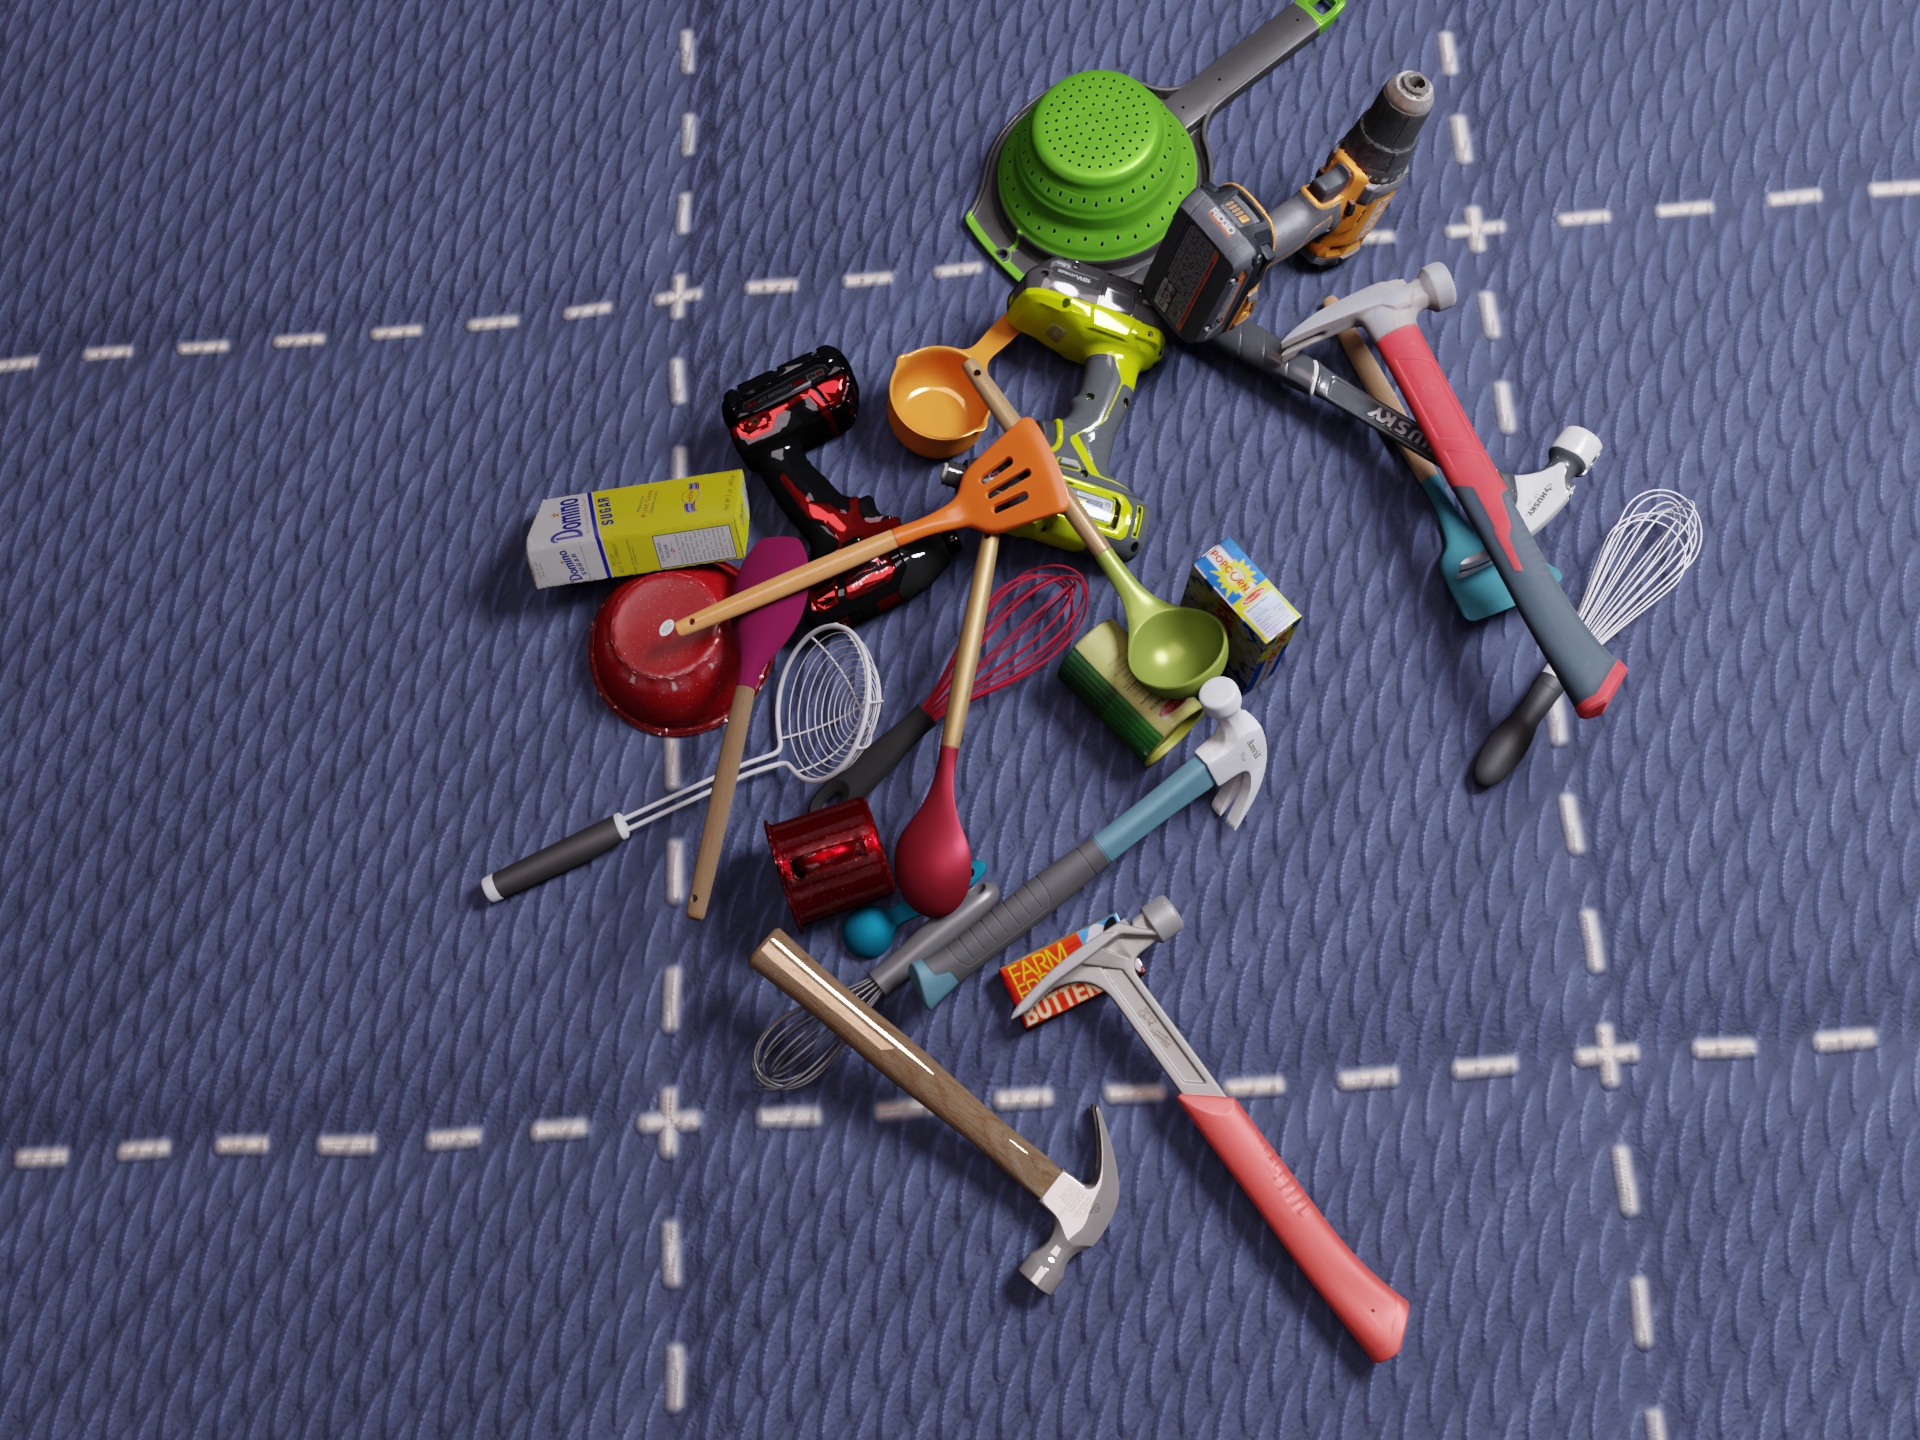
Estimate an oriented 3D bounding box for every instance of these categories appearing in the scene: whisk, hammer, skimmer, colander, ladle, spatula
[{"bbox_3d":[-0.064,0.203,1.233,0.239,0.055,0.055,-38,75,-10],"label":"whisk"},{"bbox_3d":[0.095,0.106,1.208,0.331,0.128,0.033,-37,44,-1],"label":"hammer"},{"bbox_3d":[-0.226,0.044,1.263,0.363,0.090,0.127,-26,55,0],"label":"skimmer"},{"bbox_3d":[0.181,-0.539,1.379,0.397,0.094,0.205,-39,75,-5],"label":"colander"},{"bbox_3d":[0.383,-0.170,1.218,0.143,0.038,0.387,-23,69,6],"label":"hammer"},{"bbox_3d":[0.303,-0.267,1.305,0.409,0.036,0.149,36,82,20],"label":"hammer"},{"bbox_3d":[0.096,-0.153,1.222,0.078,0.062,0.320,-34,84,-3],"label":"ladle"},{"bbox_3d":[-0.002,-0.004,1.236,0.069,0.031,0.315,7,83,28],"label":"ladle"},{"bbox_3d":[-0.075,-0.135,1.234,0.322,0.041,0.081,-23,81,2],"label":"spatula"},{"bbox_3d":[0.195,0.313,1.168,0.149,0.036,0.359,-35,79,-4],"label":"hammer"},{"bbox_3d":[-0.020,0.270,1.185,0.331,0.031,0.130,40,78,1],"label":"hammer"},{"bbox_3d":[0.488,-0.064,1.250,0.070,0.070,0.284,36,85,13],"label":"whisk"},{"bbox_3d":[0.376,-0.225,1.306,0.082,0.044,0.318,-25,73,2],"label":"spatula"},{"bbox_3d":[-0.012,-0.018,1.281,0.296,0.073,0.073,-43,76,0],"label":"whisk"}]

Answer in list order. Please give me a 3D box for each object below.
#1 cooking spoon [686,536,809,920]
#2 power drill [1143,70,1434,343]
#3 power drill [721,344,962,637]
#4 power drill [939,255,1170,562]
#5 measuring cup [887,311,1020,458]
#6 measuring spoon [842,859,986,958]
[{"bbox_3d":[-0.171,-0.001,1.231,0.069,0.017,0.319,2,69,21],"label":"cooking spoon"},{"bbox_3d":[0.268,-0.410,1.262,0.226,0.185,0.084,-32,77,-23],"label":"power drill"},{"bbox_3d":[-0.099,-0.191,1.324,0.143,0.078,0.220,-25,78,-1],"label":"power drill"},{"bbox_3d":[0.083,-0.254,1.302,0.171,0.080,0.223,16,76,-14],"label":"power drill"},{"bbox_3d":[0.008,-0.294,1.355,0.095,0.052,0.174,40,70,5],"label":"measuring cup"},{"bbox_3d":[-0.037,0.144,1.254,0.128,0.021,0.042,-30,75,-2],"label":"measuring spoon"}]
